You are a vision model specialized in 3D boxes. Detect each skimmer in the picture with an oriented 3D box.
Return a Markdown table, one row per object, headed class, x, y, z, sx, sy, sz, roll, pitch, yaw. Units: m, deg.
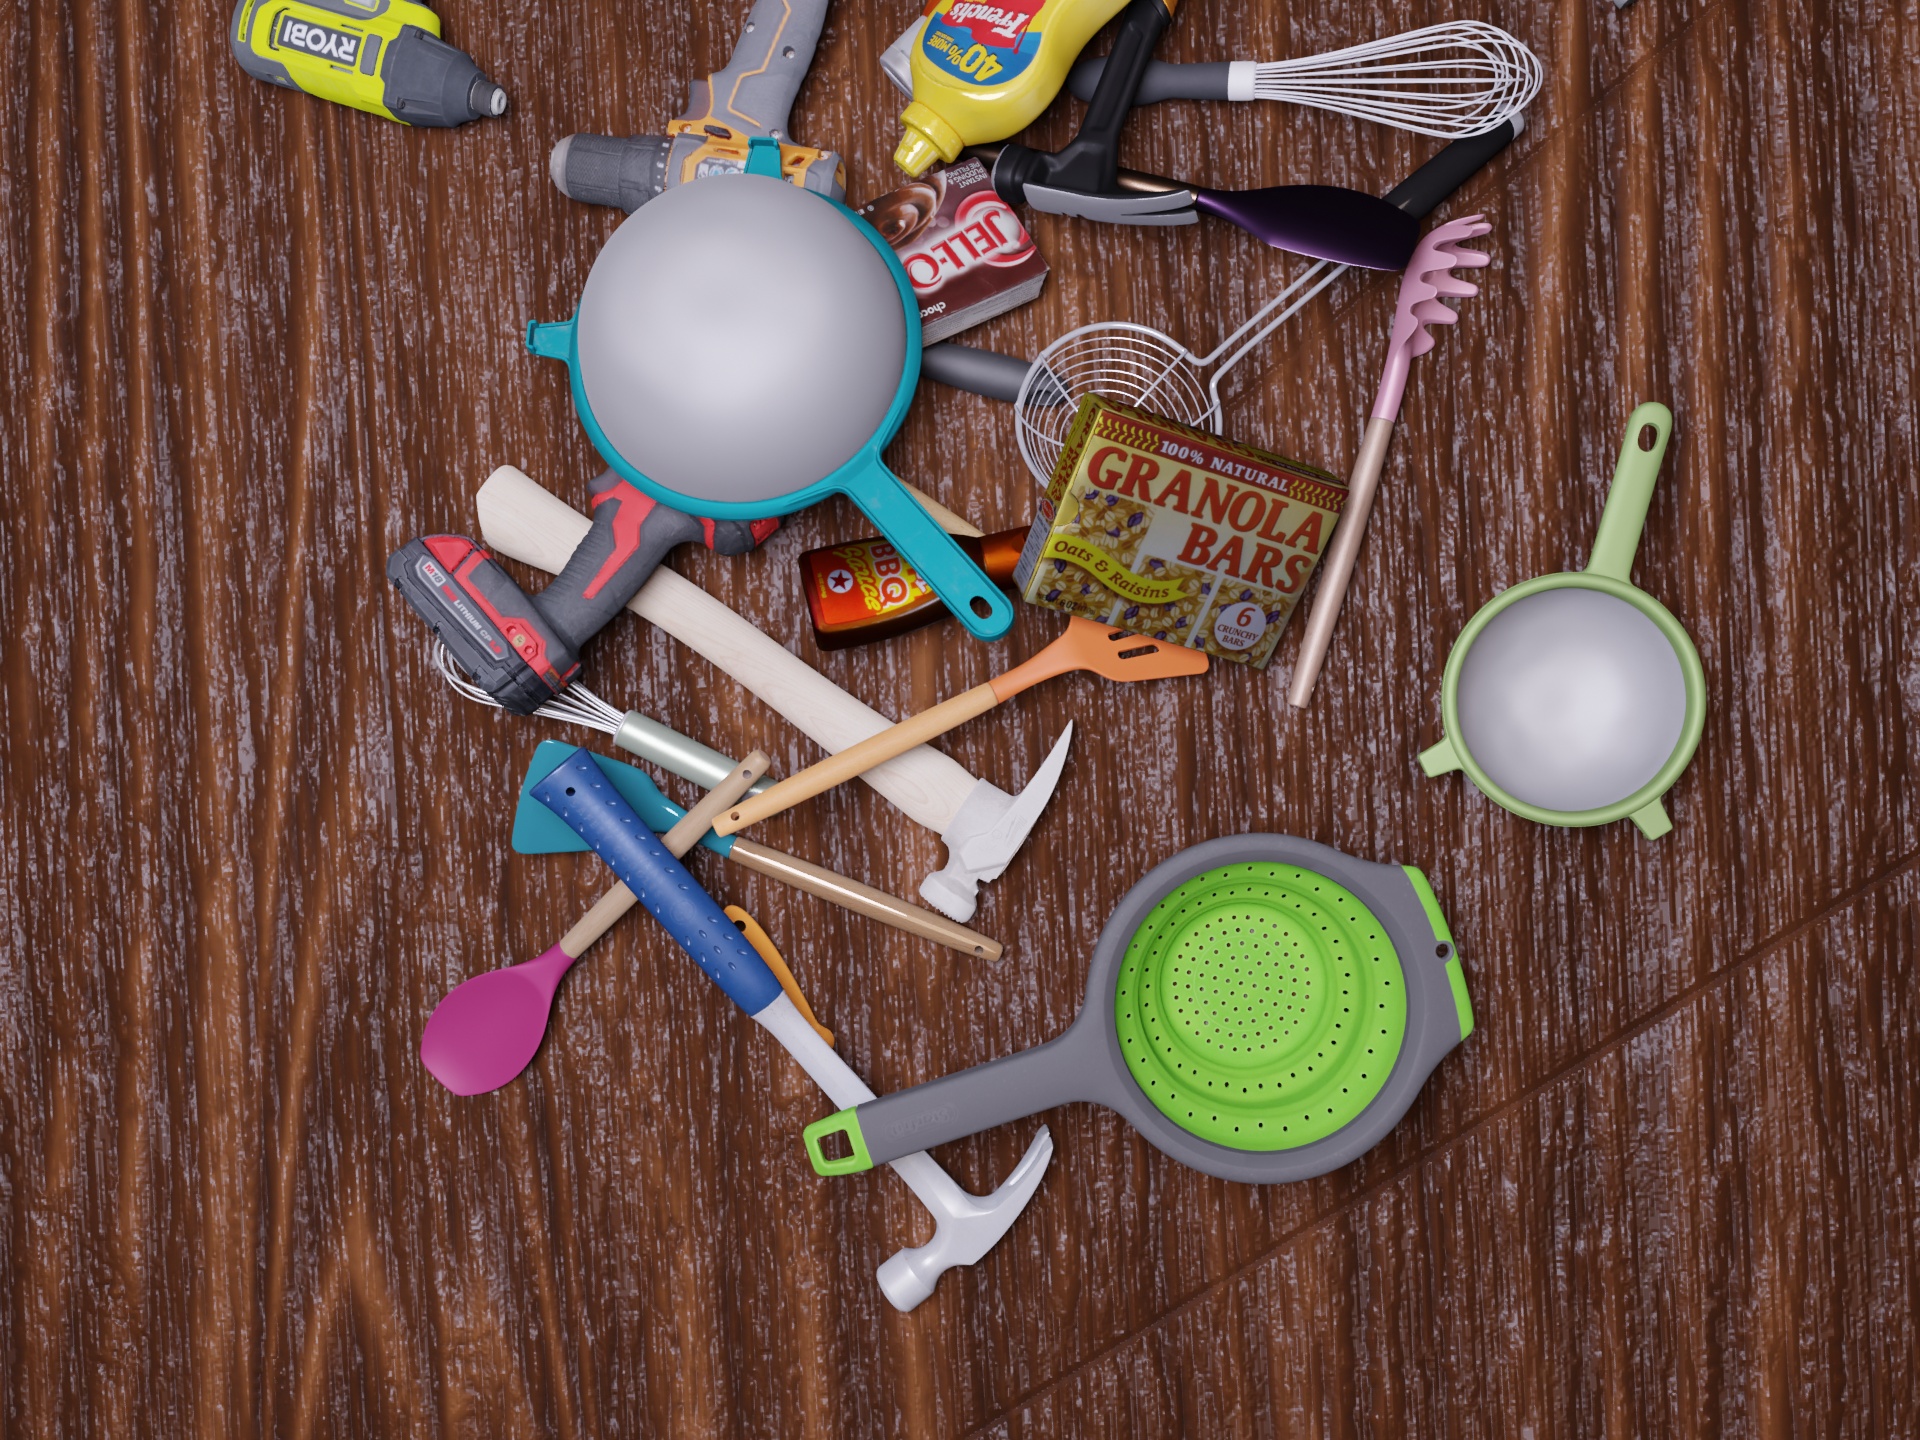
| class | x | y | z | sx | sy | sz | roll | pitch | yaw |
| --- | --- | --- | --- | --- | --- | --- | --- | --- | --- |
| skimmer | 0.195 | -0.264 | 0.991 | 0.363 | 0.090 | 0.127 | -40 | 108 | -8 |

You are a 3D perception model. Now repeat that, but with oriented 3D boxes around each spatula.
| class | x | y | z | sx | sy | sz | roll | pitch | yaw |
| --- | --- | --- | --- | --- | --- | --- | --- | --- | --- |
| spatula | -0.124 | 0.096 | 1.009 | 0.317 | 0.044 | 0.082 | 21 | 109 | 1 |
| spatula | -0.002 | -0.003 | 0.972 | 0.322 | 0.041 | 0.081 | -26 | 76 | -6 |
| spatula | 0.122 | -0.326 | 0.973 | 0.316 | 0.018 | 0.060 | 17 | 64 | 15 |

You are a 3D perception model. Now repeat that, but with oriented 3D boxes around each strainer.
| class | x | y | z | sx | sy | sz | roll | pitch | yaw |
| --- | --- | --- | --- | --- | --- | --- | --- | --- | --- |
| strainer | 0.378 | -0.063 | 0.965 | 0.151 | 0.069 | 0.256 | 16 | 91 | 6 |
| strainer | -0.089 | -0.180 | 0.887 | 0.211 | 0.095 | 0.340 | -41 | 78 | -3 |

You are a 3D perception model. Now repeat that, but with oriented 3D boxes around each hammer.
| class | x | y | z | sx | sy | sz | roll | pitch | yaw |
| --- | --- | --- | --- | --- | --- | --- | --- | --- | --- |
| hammer | -0.107 | 0.177 | 0.978 | 0.144 | 0.035 | 0.405 | -40 | 99 | 2 |
| hammer | 0.132 | -0.458 | 0.964 | 0.127 | 0.034 | 0.337 | 17 | 82 | 23 |
| hammer | -0.125 | -0.045 | 1.012 | 0.410 | 0.038 | 0.146 | 34 | 91 | 3 |

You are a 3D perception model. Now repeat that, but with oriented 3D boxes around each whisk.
| class | x | y | z | sx | sy | sz | roll | pitch | yaw |
| --- | --- | --- | --- | --- | --- | --- | --- | --- | --- |
| whisk | -0.222 | 0.000 | 1.017 | 0.246 | 0.059 | 0.057 | 26 | 129 | -1 |
| whisk | -0.048 | -0.232 | 1.003 | 0.239 | 0.055 | 0.055 | 13 | 91 | -1 |
| whisk | 0.205 | -0.389 | 0.970 | 0.284 | 0.070 | 0.070 | 6 | 91 | 15 |

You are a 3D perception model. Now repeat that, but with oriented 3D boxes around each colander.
| class | x | y | z | sx | sy | sz | roll | pitch | yaw |
| --- | --- | --- | --- | --- | --- | --- | --- | --- | --- |
| colander | 0.099 | 0.193 | 0.968 | 0.397 | 0.094 | 0.204 | -18 | 89 | 2 |

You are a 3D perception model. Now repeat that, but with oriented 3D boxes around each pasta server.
| class | x | y | z | sx | sy | sz | roll | pitch | yaw |
| --- | --- | --- | --- | --- | --- | --- | --- | --- | --- |
| pasta server | 0.261 | -0.158 | 0.987 | 0.040 | 0.060 | 0.316 | 18 | 95 | 29 |

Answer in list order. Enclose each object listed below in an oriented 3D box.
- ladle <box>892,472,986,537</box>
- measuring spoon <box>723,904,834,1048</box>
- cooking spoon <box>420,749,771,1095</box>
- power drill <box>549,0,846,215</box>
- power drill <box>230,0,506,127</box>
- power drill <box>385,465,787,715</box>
| class | x | y | z | sx | sy | sz | roll | pitch | yaw |
| --- | --- | --- | --- | --- | --- | --- | --- | --- | --- |
| ladle | -0.088 | -0.174 | 1.005 | 0.315 | 0.069 | 0.031 | 32 | 64 | -3 |
| measuring spoon | -0.117 | 0.167 | 1.016 | 0.021 | 0.011 | 0.117 | -31 | 99 | 7 |
| cooking spoon | -0.230 | 0.128 | 1.004 | 0.319 | 0.017 | 0.069 | -44 | 93 | 14 |
| power drill | -0.153 | -0.415 | 0.992 | 0.185 | 0.084 | 0.226 | 9 | 96 | 5 |
| power drill | -0.347 | -0.495 | 1.004 | 0.171 | 0.080 | 0.223 | 17 | 95 | 4 |
| power drill | -0.226 | -0.118 | 0.966 | 0.219 | 0.078 | 0.143 | -40 | 83 | -9 |
